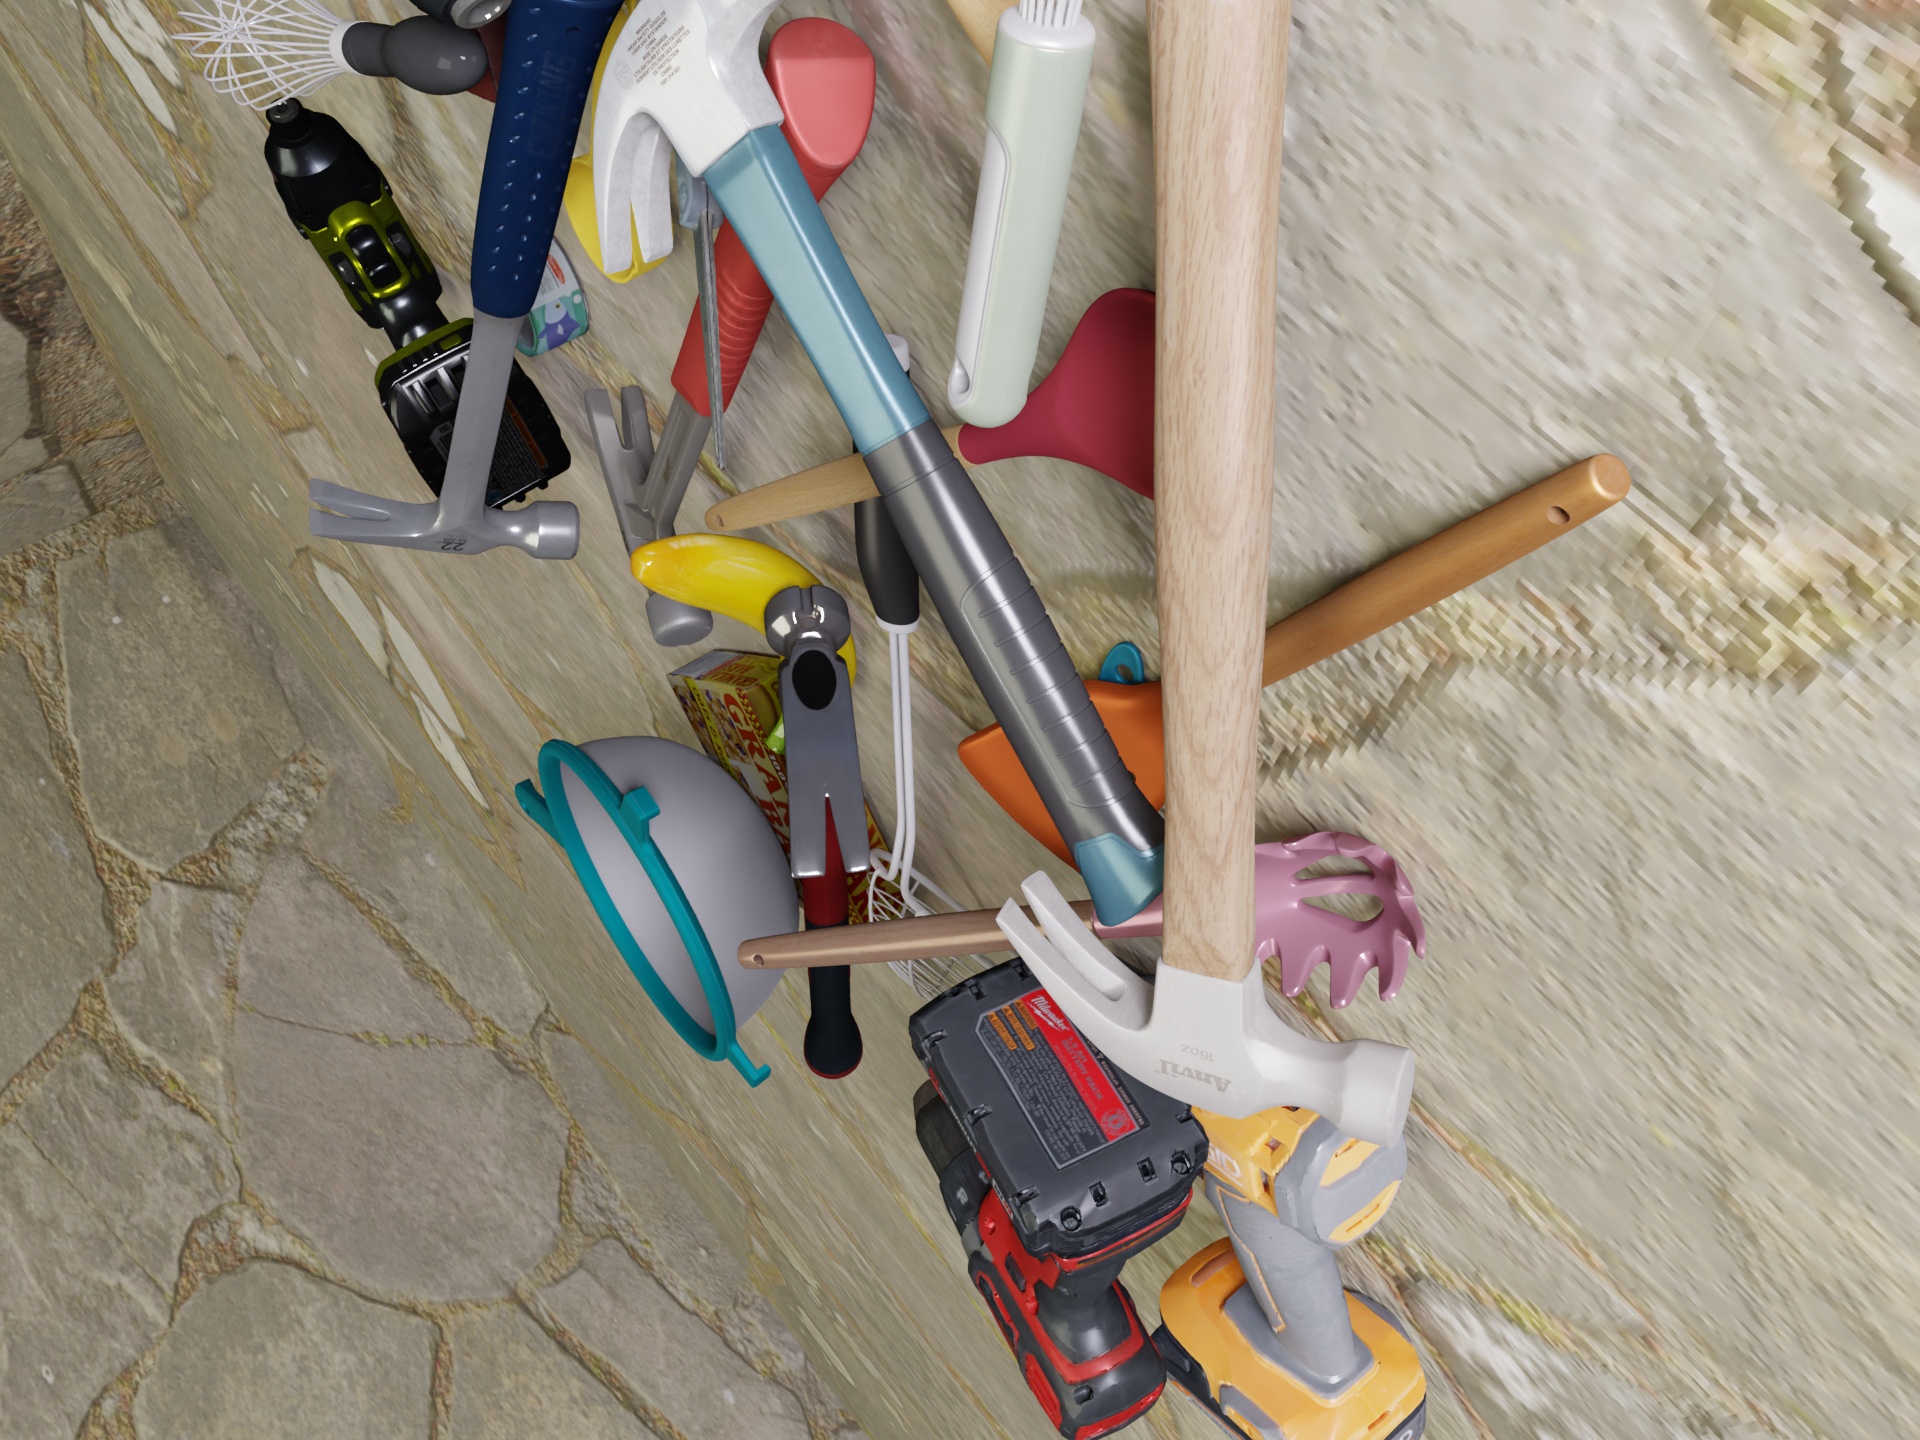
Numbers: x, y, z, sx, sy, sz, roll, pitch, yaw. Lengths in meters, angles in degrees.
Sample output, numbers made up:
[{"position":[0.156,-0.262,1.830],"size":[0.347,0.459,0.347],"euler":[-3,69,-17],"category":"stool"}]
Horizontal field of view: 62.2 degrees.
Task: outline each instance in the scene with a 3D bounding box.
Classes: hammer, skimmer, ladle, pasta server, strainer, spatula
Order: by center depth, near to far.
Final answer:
[{"position":[0.069,-0.029,0.450],"size":[0.130,0.031,0.331],"euler":[9,118,26],"category":"hammer"},{"position":[-0.013,-0.080,0.514],"size":[0.128,0.033,0.331],"euler":[-21,102,40],"category":"hammer"},{"position":[0.091,-0.012,0.515],"size":[0.081,0.041,0.322],"euler":[44,155,-5],"category":"spatula"},{"position":[-0.012,-0.093,0.570],"size":[0.315,0.031,0.069],"euler":[-3,113,52],"category":"ladle"},{"position":[0.028,0.082,0.610],"size":[0.316,0.040,0.060],"euler":[-11,103,35],"category":"pasta server"},{"position":[-0.107,-0.166,0.679],"size":[0.359,0.036,0.149],"euler":[-46,59,61],"category":"hammer"},{"position":[-0.001,-0.002,0.716],"size":[0.127,0.090,0.363],"euler":[39,141,45],"category":"skimmer"},{"position":[-0.219,-0.185,0.733],"size":[0.405,0.144,0.035],"euler":[132,133,-57],"category":"hammer"},{"position":[-0.068,0.108,0.818],"size":[0.386,0.038,0.143],"euler":[94,169,-54],"category":"hammer"},{"position":[-0.191,0.074,0.994],"size":[0.341,0.095,0.210],"euler":[23,137,56],"category":"strainer"}]

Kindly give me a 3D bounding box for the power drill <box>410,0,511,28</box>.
[{"position":[-0.182,-0.333,0.460],"size":[0.190,0.080,0.228],"euler":[59,158,-5],"category":"power drill"}]

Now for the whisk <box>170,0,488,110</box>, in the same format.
[{"position":[-0.284,-0.303,0.717],"size":[0.285,0.070,0.070],"euler":[27,143,42],"category":"whisk"}]

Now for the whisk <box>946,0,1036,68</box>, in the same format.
[{"position":[-0.045,-0.278,0.441],"size":[0.245,0.047,0.051],"euler":[56,155,-7],"category":"whisk"}]

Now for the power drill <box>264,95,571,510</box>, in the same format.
[{"position":[-0.322,-0.239,0.919],"size":[0.223,0.080,0.171],"euler":[55,171,19],"category":"power drill"}]

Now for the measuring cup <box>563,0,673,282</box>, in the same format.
[{"position":[-0.139,-0.251,0.674],"size":[0.062,0.029,0.156],"euler":[51,151,12],"category":"measuring cup"}]

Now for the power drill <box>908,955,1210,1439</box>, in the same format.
[{"position":[0.029,0.195,0.705],"size":[0.188,0.080,0.226],"euler":[55,158,37],"category":"power drill"}]

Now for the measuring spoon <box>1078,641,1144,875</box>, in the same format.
[{"position":[0.064,0.016,0.638],"size":[0.042,0.021,0.128],"euler":[29,137,25],"category":"measuring spoon"}]

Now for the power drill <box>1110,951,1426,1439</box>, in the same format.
[{"position":[0.117,0.214,0.706],"size":[0.185,0.084,0.226],"euler":[28,140,51],"category":"power drill"}]

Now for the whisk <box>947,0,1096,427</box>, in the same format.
[{"position":[0.022,-0.176,0.385],"size":[0.246,0.059,0.058],"euler":[100,155,-44],"category":"whisk"}]
